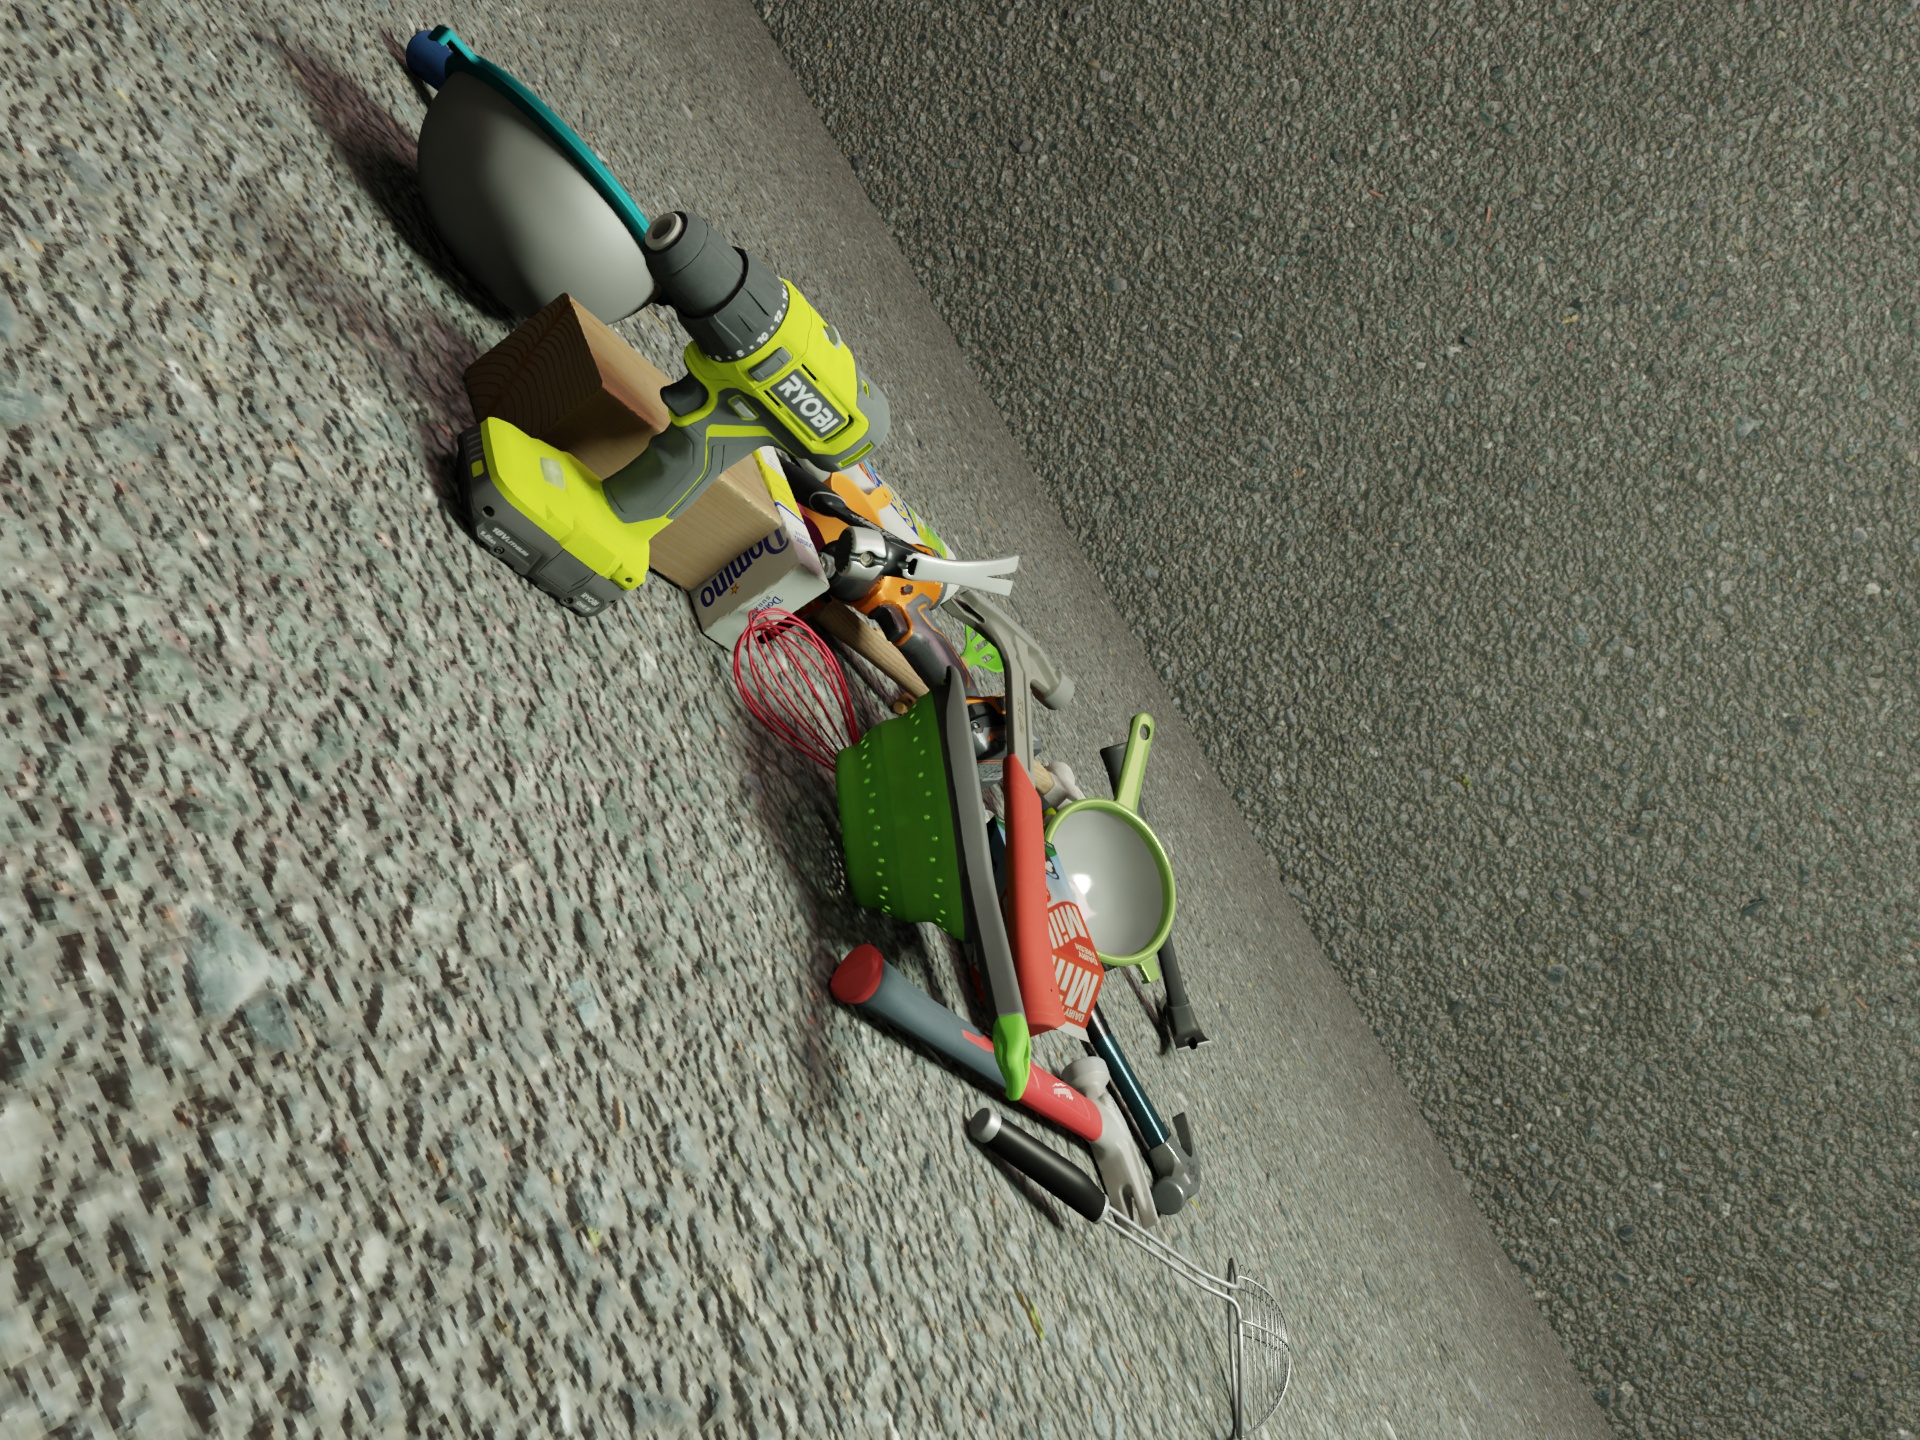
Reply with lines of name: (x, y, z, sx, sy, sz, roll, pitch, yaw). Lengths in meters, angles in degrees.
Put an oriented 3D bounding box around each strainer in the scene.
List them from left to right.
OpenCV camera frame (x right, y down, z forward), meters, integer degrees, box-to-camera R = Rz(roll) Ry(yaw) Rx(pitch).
strainer: (-0.254, -0.295, 1.093, 0.340, 0.095, 0.211, 45, -9, -4)
strainer: (0.127, 0.106, 1.436, 0.151, 0.069, 0.257, 32, 54, -21)

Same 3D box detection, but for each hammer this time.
hammer: (-0.276, -0.384, 1.212, 0.405, 0.035, 0.144, 43, -11, 11)
hammer: (-0.096, -0.173, 1.296, 0.149, 0.036, 0.409, 7, 16, -28)
hammer: (-0.002, -0.005, 1.446, 0.331, 0.031, 0.130, 38, 13, -23)
hammer: (0.031, 0.256, 1.118, 0.385, 0.038, 0.143, 42, 22, -48)
hammer: (0.042, 0.070, 1.196, 0.149, 0.036, 0.359, 39, 37, -39)
hammer: (0.118, 0.268, 1.404, 0.331, 0.033, 0.128, 61, 15, 11)
hammer: (0.195, 0.180, 1.620, 0.146, 0.035, 0.334, -97, 173, -78)

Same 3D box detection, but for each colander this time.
colander: (-0.026, 0.106, 1.020, 0.397, 0.094, 0.204, -103, -174, -62)

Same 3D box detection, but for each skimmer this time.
skimmer: (0.118, 0.391, 1.142, 0.363, 0.090, 0.127, 41, 30, -23)

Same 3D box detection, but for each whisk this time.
whisk: (-0.081, 0.035, 1.179, 0.295, 0.073, 0.073, 58, 12, -30)

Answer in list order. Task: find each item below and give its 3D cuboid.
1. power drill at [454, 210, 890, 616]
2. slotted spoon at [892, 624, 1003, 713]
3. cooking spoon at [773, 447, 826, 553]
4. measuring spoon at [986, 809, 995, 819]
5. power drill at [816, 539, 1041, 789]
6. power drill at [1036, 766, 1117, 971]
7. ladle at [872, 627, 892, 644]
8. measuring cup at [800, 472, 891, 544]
power drill: (-0.177, -0.174, 0.919, 0.190, 0.228, 0.080, 41, 21, -50)
slotted spoon: (-0.009, -0.052, 1.584, 0.070, 0.031, 0.314, 60, 23, -4)
cooking spoon: (-0.168, -0.220, 1.494, 0.068, 0.017, 0.319, 95, -28, -58)
measuring spoon: (-0.001, 0.074, 1.467, 0.124, 0.018, 0.034, 44, 16, -24)
power drill: (-0.038, -0.055, 1.316, 0.164, 0.084, 0.227, 1, 57, -59)
power drill: (0.108, 0.137, 1.579, 0.171, 0.080, 0.223, 54, 10, -20)
ladle: (0.000, -0.009, 1.620, 0.315, 0.031, 0.069, 42, 21, -44)
measuring cup: (-0.109, -0.200, 1.570, 0.095, 0.052, 0.174, 57, 18, -8)
